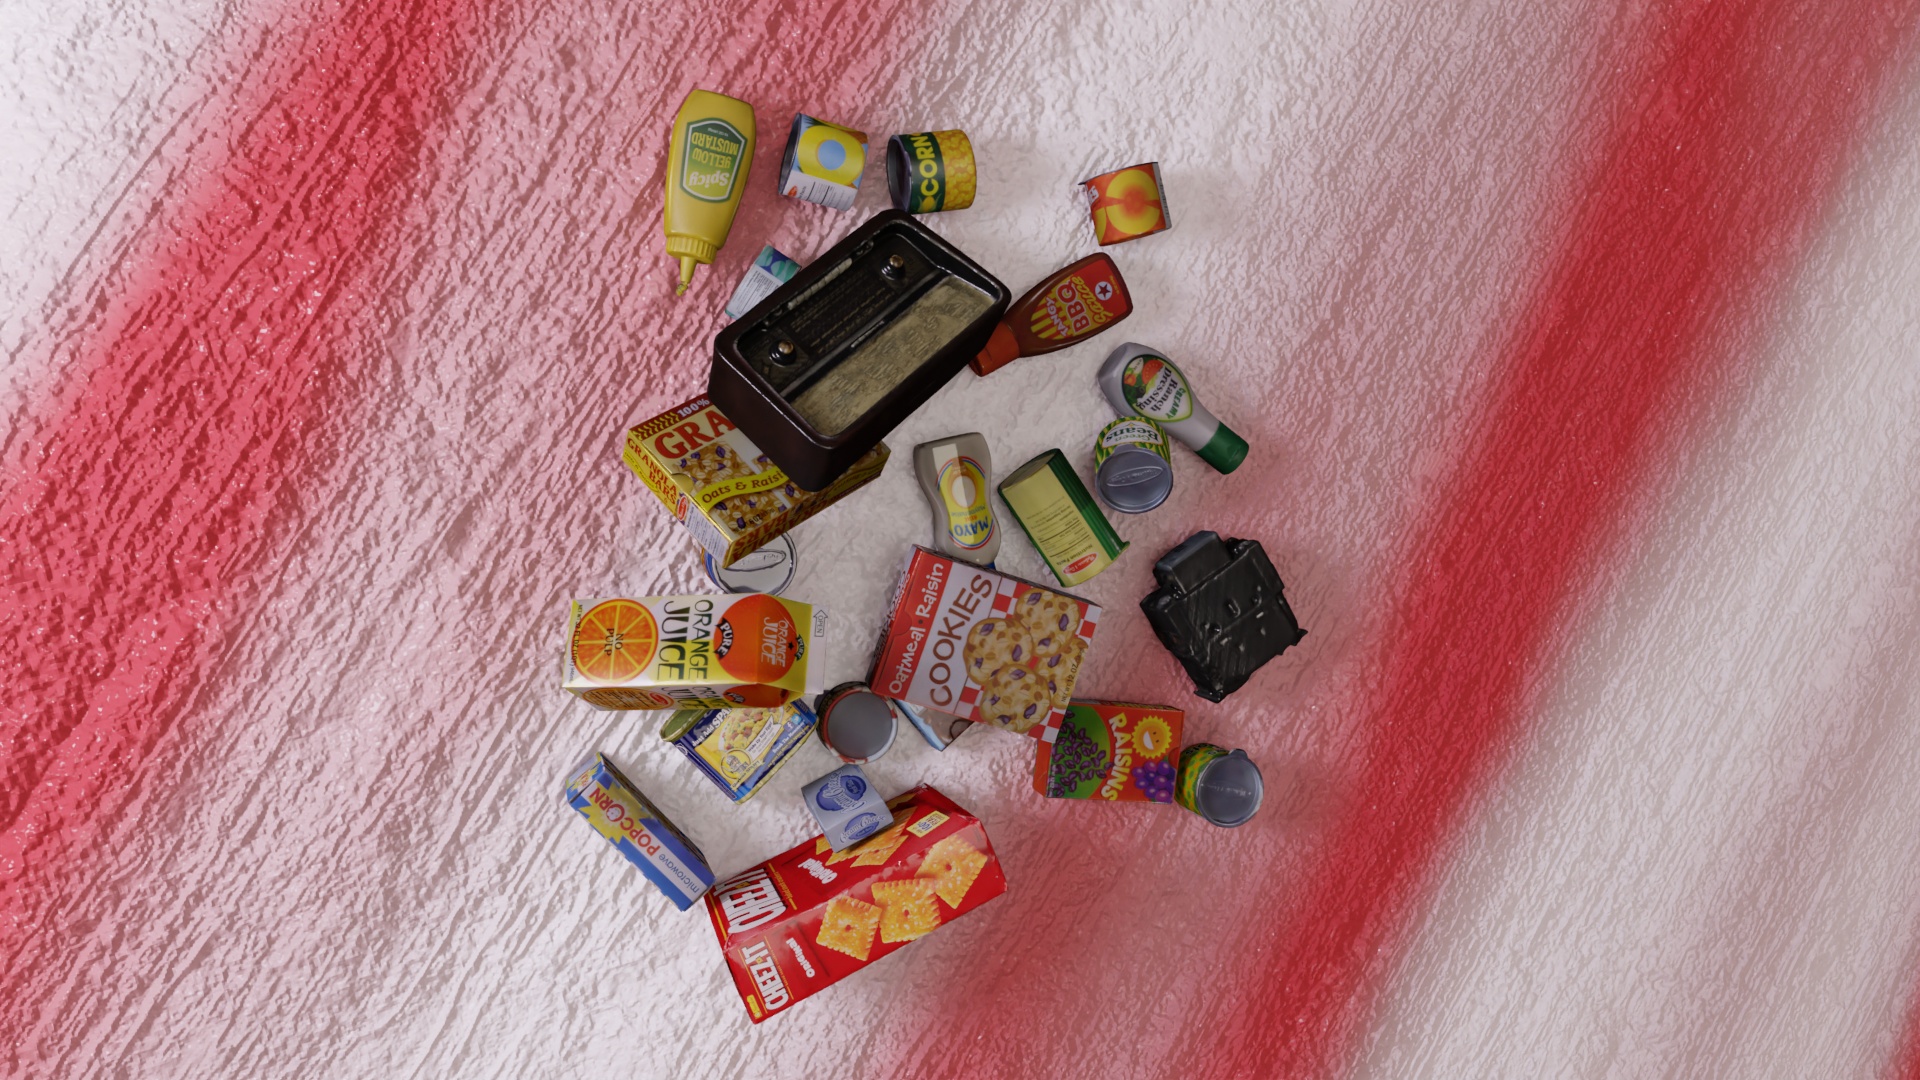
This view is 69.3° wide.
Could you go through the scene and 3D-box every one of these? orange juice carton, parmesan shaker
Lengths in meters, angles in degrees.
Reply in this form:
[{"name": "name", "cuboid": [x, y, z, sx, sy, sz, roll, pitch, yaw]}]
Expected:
[{"name": "orange juice carton", "cuboid": [-0.196, 0.086, 1.061, 0.193, 0.072, 0.072, -2, 68, 8]}, {"name": "parmesan shaker", "cuboid": [0.088, -0.021, 1.190, 0.071, 0.071, 0.103, -37, 101, -12]}]

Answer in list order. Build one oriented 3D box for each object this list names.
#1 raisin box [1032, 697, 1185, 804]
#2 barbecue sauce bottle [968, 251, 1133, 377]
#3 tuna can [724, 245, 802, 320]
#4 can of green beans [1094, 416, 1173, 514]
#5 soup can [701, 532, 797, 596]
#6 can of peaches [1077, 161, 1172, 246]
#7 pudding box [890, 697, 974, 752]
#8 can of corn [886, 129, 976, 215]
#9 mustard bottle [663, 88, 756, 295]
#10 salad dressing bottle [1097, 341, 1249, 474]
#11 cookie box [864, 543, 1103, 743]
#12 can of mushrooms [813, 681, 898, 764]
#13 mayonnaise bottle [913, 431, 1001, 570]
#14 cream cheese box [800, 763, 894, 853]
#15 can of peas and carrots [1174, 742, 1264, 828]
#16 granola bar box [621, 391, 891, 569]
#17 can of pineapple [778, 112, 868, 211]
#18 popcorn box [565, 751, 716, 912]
[{"name": "raisin box", "cuboid": [0.131, 0.185, 1.226, 0.123, 0.040, 0.086, 7, 90, -17]}, {"name": "barbecue sauce bottle", "cuboid": [0.072, -0.189, 1.191, 0.149, 0.043, 0.064, -29, 102, -13]}, {"name": "tuna can", "cuboid": [-0.157, -0.202, 1.112, 0.033, 0.071, 0.071, 33, 83, -11]}, {"name": "can of green beans", "cuboid": [0.149, -0.066, 1.197, 0.071, 0.058, 0.071, 2, 124, 3]}, {"name": "soup can", "cuboid": [-0.170, 0.011, 1.106, 0.071, 0.084, 0.071, -1, 93, -17]}, {"name": "can of peaches", "cuboid": [0.142, -0.288, 1.196, 0.071, 0.071, 0.058, -17, 98, -15]}, {"name": "pudding box", "cuboid": [-0.028, 0.133, 1.182, 0.050, 0.030, 0.083, -42, 103, -12]}, {"name": "can of corn", "cuboid": [-0.023, -0.304, 1.143, 0.058, 0.071, 0.071, -11, 96, -16]}, {"name": "mustard bottle", "cuboid": [-0.204, -0.272, 1.102, 0.065, 0.049, 0.160, 11, 89, -15]}, {"name": "salad dressing bottle", "cuboid": [0.190, -0.115, 1.228, 0.147, 0.044, 0.064, 36, 85, -15]}, {"name": "cookie box", "cuboid": [0.019, 0.086, 1.150, 0.167, 0.040, 0.123, 18, 93, -18]}, {"name": "can of mushrooms", "cuboid": [-0.089, 0.152, 1.163, 0.071, 0.033, 0.071, -1, 94, -16]}, {"name": "mayonnaise bottle", "cuboid": [0.004, -0.015, 1.179, 0.065, 0.041, 0.148, -14, 97, -15]}, {"name": "cream cheese box", "cuboid": [-0.093, 0.215, 1.128, 0.053, 0.104, 0.024, -26, 106, -12]}, {"name": "can of peas and carrots", "cuboid": [0.229, 0.216, 1.247, 0.071, 0.058, 0.071, -1, 92, -17]}, {"name": "granola bar box", "cuboid": [-0.155, -0.067, 1.073, 0.124, 0.038, 0.166, 45, 52, 15]}, {"name": "can of pineapple", "cuboid": [-0.110, -0.306, 1.120, 0.058, 0.071, 0.071, 12, 89, -17]}, {"name": "popcorn box", "cuboid": [-0.252, 0.228, 1.090, 0.038, 0.085, 0.126, -44, 103, -11]}]
